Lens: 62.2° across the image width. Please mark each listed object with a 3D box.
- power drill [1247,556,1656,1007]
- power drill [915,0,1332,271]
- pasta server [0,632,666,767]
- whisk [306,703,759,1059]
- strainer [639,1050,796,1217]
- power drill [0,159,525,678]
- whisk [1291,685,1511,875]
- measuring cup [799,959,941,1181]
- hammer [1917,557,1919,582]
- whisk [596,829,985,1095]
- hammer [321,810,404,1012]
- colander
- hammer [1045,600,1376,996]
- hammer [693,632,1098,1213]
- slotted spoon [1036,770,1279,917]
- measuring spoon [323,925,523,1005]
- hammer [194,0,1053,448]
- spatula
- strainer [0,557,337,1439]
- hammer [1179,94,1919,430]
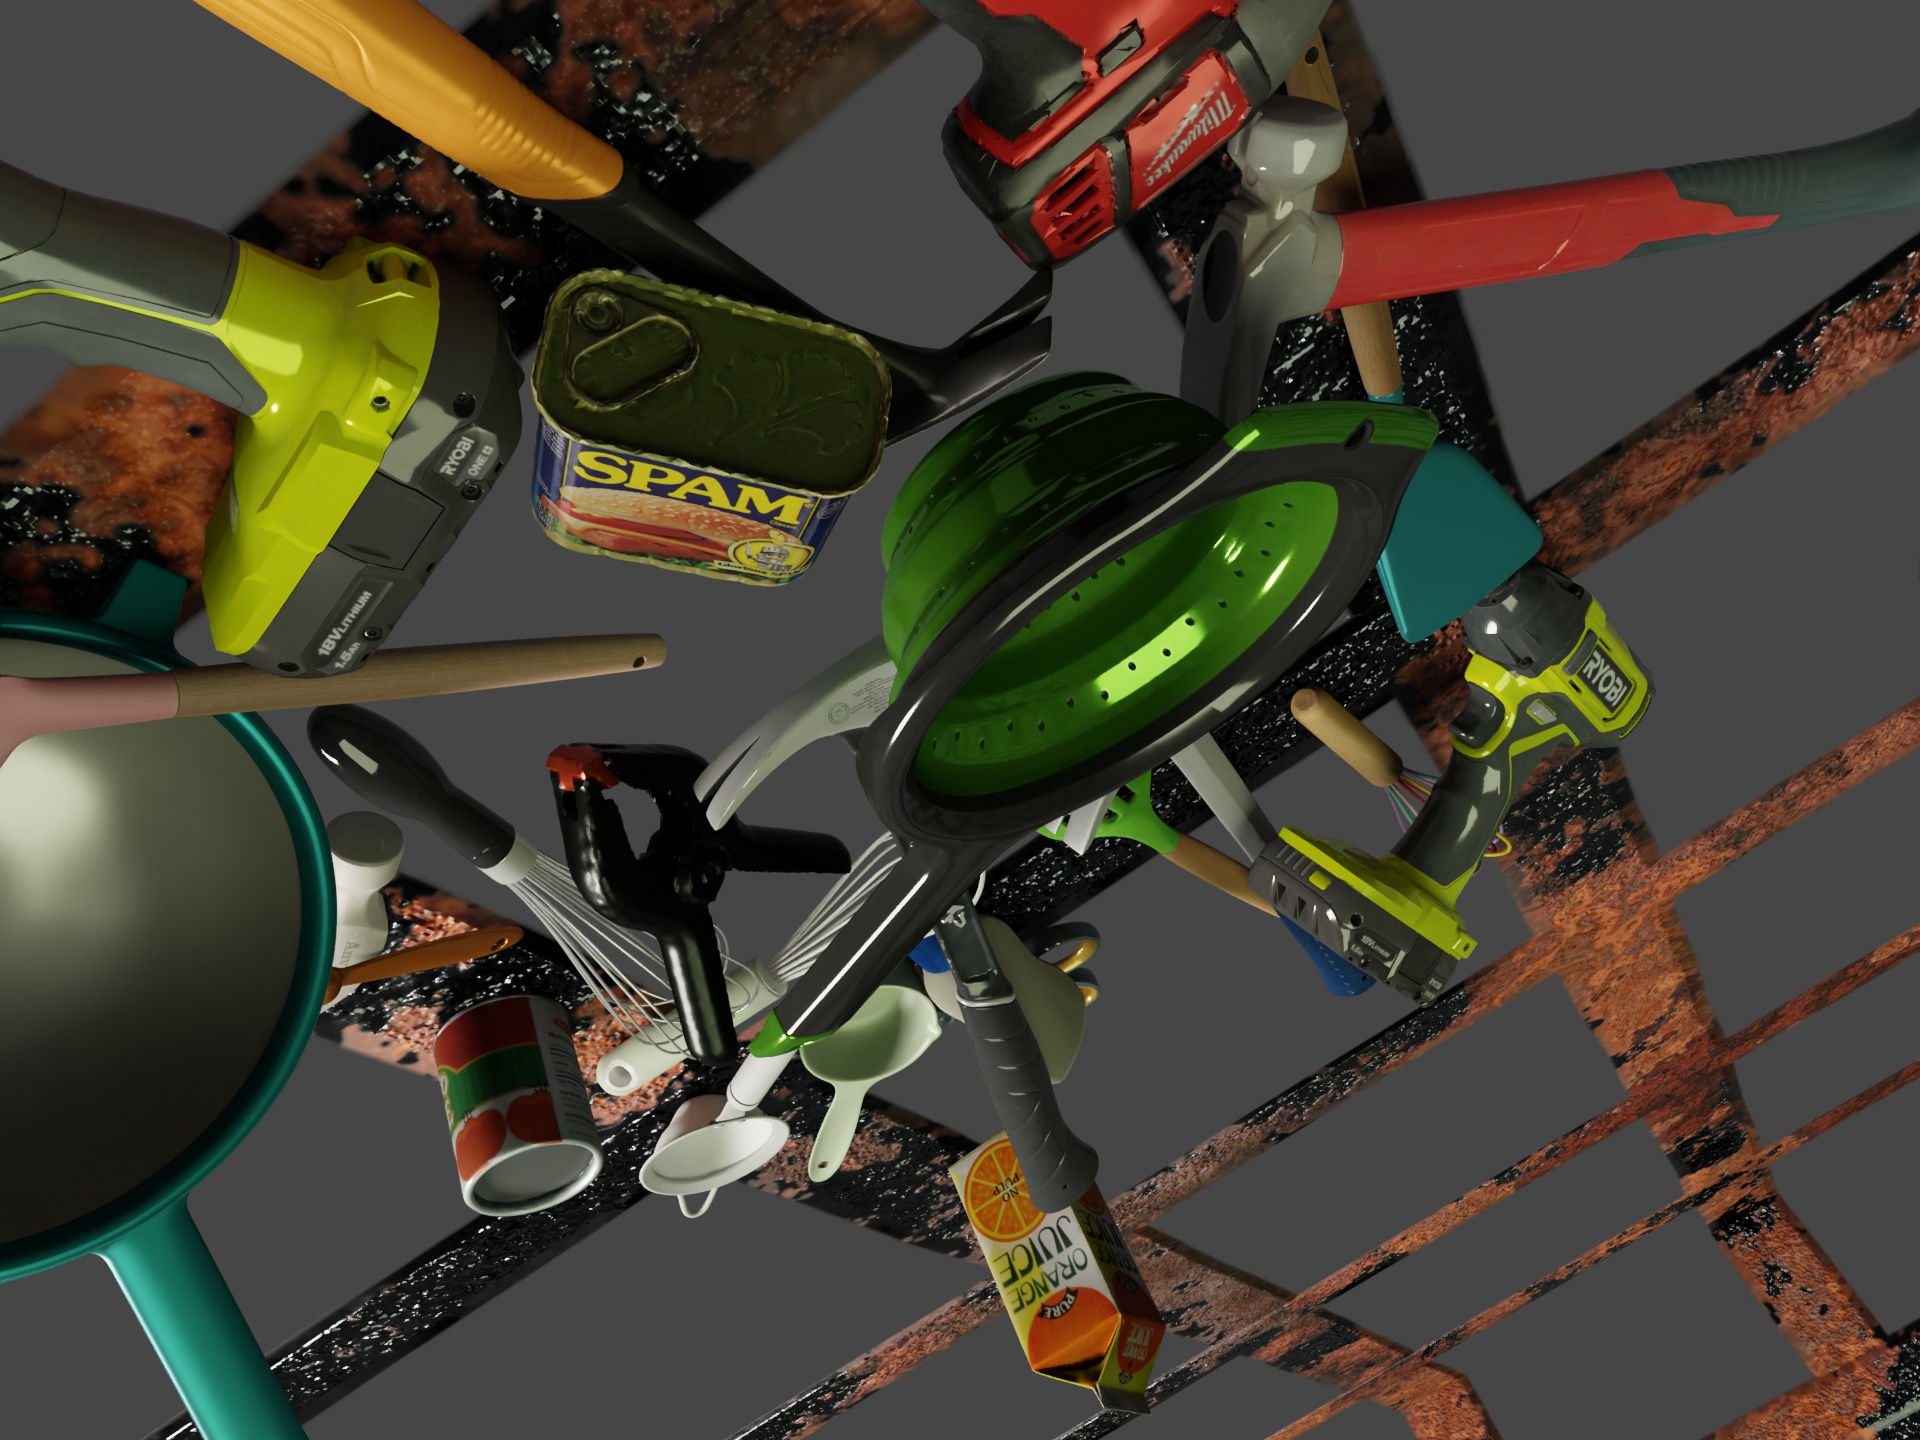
[{"bbox_3d":[0.257,0.026,0.833,0.171,0.080,0.223,32,94,-42],"label":"power drill"},{"bbox_3d":[0.024,-0.233,0.433,0.143,0.079,0.219,-36,145,13],"label":"power drill"},{"bbox_3d":[-0.226,-0.006,0.517,0.316,0.040,0.060,-9,138,-45],"label":"pasta server"},{"bbox_3d":[-0.175,0.072,0.686,0.070,0.070,0.284,-32,138,6],"label":"whisk"},{"bbox_3d":[-0.116,0.198,0.846,0.086,0.050,0.258,-5,148,-29],"label":"strainer"},{"bbox_3d":[-0.256,-0.093,0.426,0.228,0.080,0.190,21,121,-41],"label":"power drill"},{"bbox_3d":[0.256,0.035,0.909,0.244,0.047,0.051,32,96,-44],"label":"whisk"},{"bbox_3d":[-0.065,0.193,0.887,0.083,0.038,0.167,2,128,-22],"label":"measuring cup"},{"bbox_3d":[0.510,-0.162,0.790,0.146,0.038,0.410,-64,148,-13],"label":"hammer"},{"bbox_3d":[-0.090,0.124,0.806,0.246,0.059,0.057,-34,99,15],"label":"whisk"},{"bbox_3d":[-0.388,0.088,0.592,0.331,0.031,0.130,2,133,-32],"label":"hammer"},{"bbox_3d":[-0.001,-0.002,0.600,0.204,0.095,0.397,-9,148,-44],"label":"colander"},{"bbox_3d":[0.166,0.077,0.879,0.144,0.035,0.405,-47,142,-3],"label":"hammer"},{"bbox_3d":[0.003,0.124,0.770,0.149,0.036,0.408,-27,131,-9],"label":"hammer"},{"bbox_3d":[0.130,0.073,0.890,0.070,0.031,0.313,-42,142,15],"label":"slotted spoon"},{"bbox_3d":[-0.234,0.106,0.689,0.021,0.011,0.117,-51,158,26],"label":"measuring spoon"},{"bbox_3d":[-0.121,-0.163,0.429,0.127,0.034,0.336,-17,150,40],"label":"hammer"},{"bbox_3d":[0.176,-0.150,0.644,0.082,0.044,0.317,-37,141,0],"label":"spatula"},{"bbox_3d":[-0.309,0.125,0.542,0.211,0.095,0.340,-32,117,-38],"label":"strainer"},{"bbox_3d":[0.258,-0.184,0.629,0.386,0.038,0.143,-15,132,-23],"label":"hammer"}]
